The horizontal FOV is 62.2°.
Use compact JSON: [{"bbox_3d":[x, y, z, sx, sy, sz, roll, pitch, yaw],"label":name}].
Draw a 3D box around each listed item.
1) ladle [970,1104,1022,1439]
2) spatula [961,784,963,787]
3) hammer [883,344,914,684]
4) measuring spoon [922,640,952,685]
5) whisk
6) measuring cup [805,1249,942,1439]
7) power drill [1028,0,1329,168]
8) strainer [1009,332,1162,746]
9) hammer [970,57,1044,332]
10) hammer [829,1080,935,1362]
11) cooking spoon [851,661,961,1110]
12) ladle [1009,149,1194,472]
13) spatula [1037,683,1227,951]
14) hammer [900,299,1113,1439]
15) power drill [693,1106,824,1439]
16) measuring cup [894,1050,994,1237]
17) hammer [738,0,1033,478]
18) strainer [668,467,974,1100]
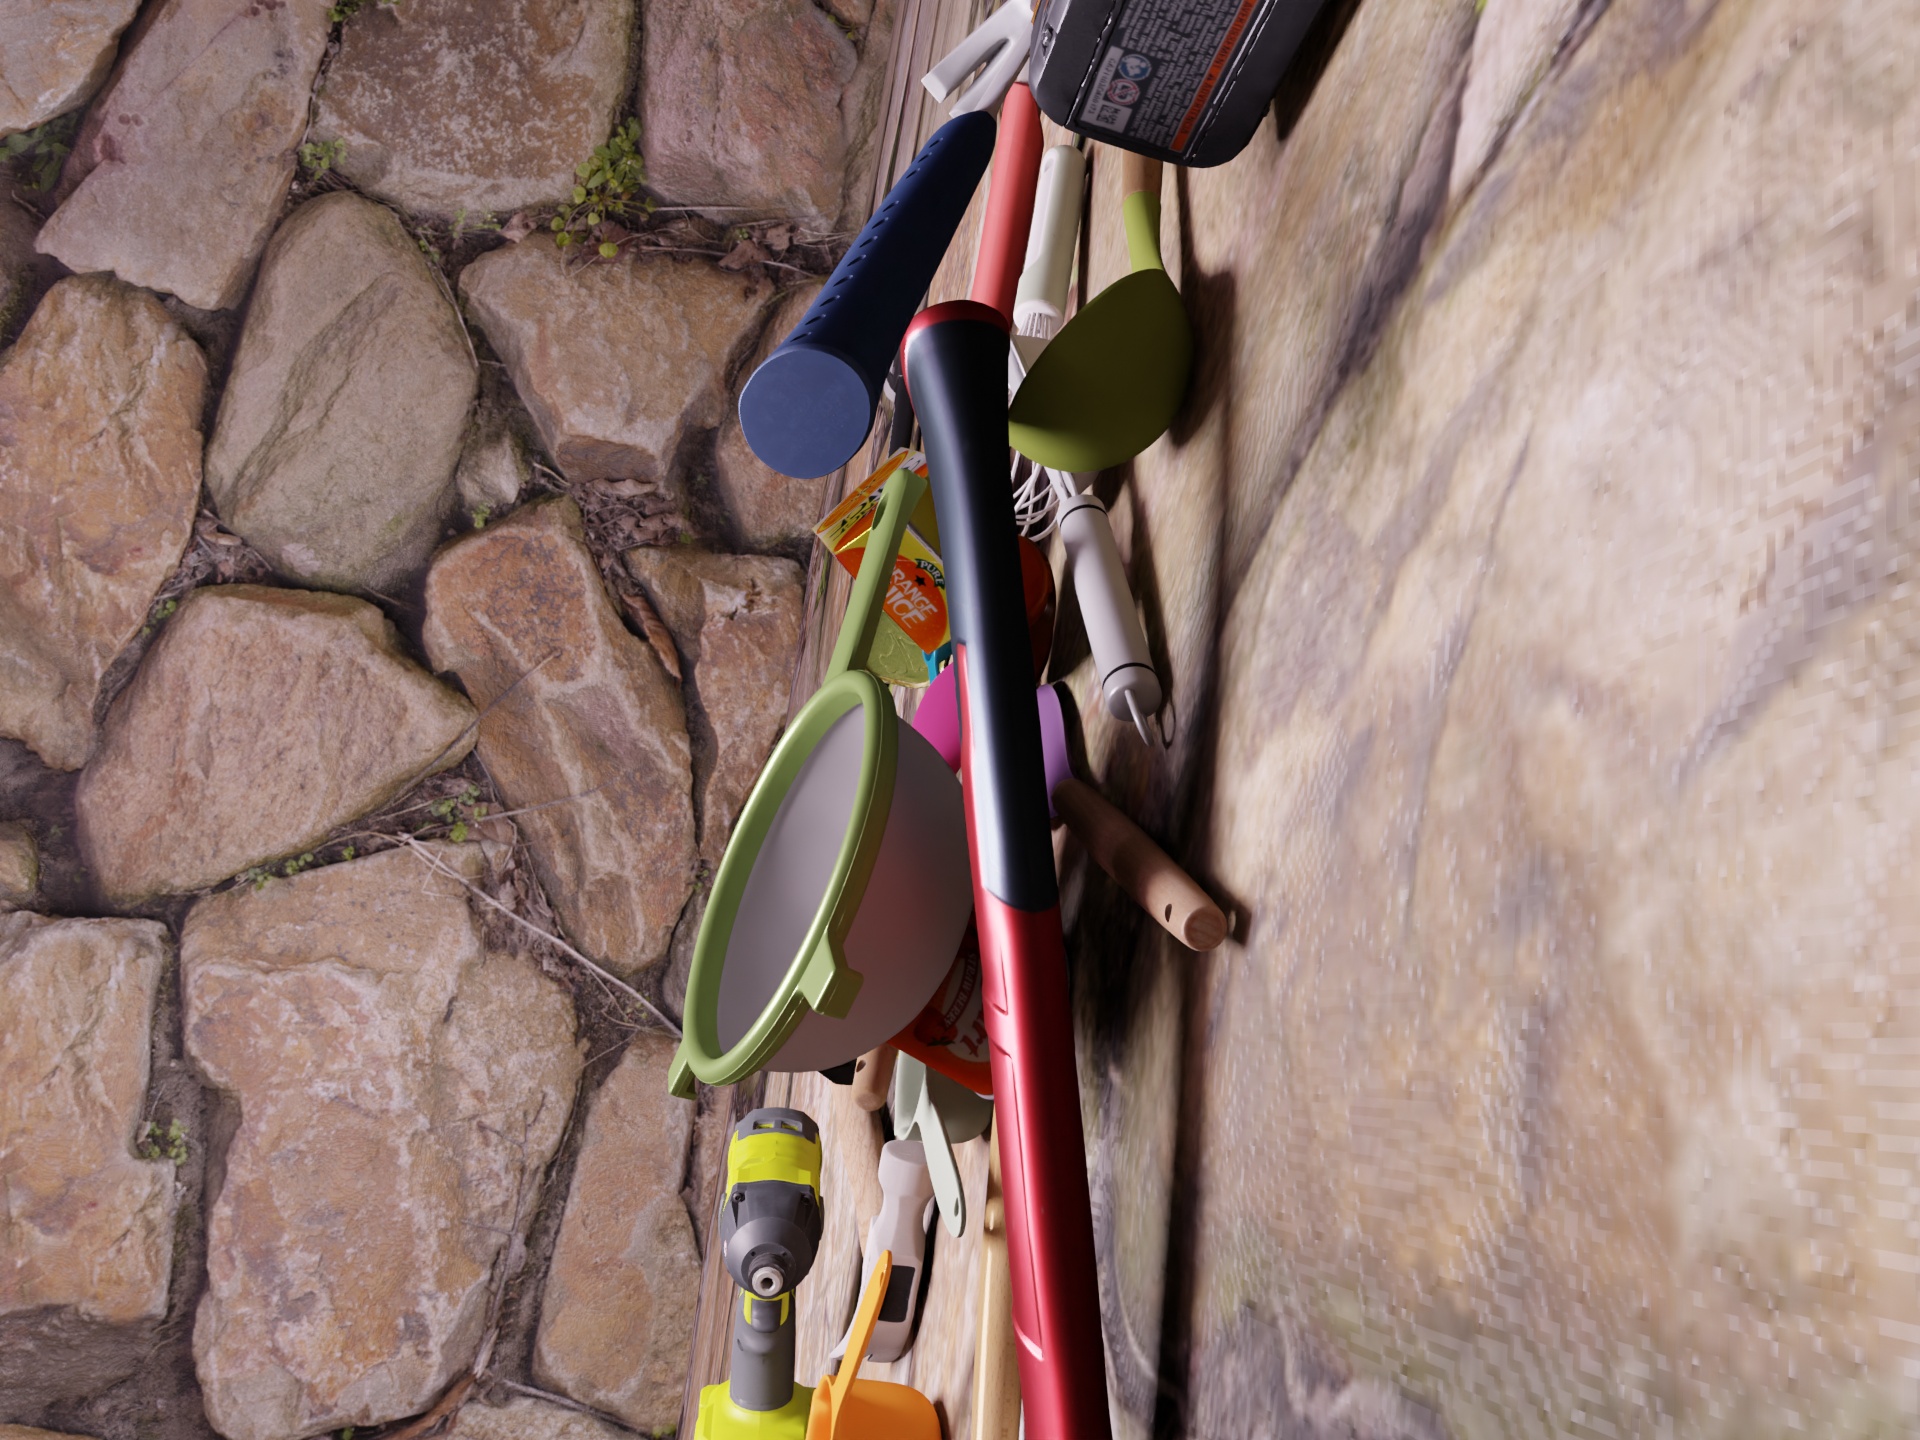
[{"bbox_3d":[0.010,0.248,0.542,0.069,0.031,0.316,112,166,-56],"label":"ladle"},{"bbox_3d":[-0.001,-0.002,0.762,0.323,0.041,0.081,-93,9,-61],"label":"spatula"},{"bbox_3d":[-0.059,-0.186,1.371,0.146,0.035,0.335,124,153,-70],"label":"hammer"},{"bbox_3d":[-0.006,-0.017,0.956,0.042,0.021,0.129,116,152,-57],"label":"measuring spoon"},{"bbox_3d":[0.036,-0.188,0.769,0.057,0.059,0.246,-42,33,56],"label":"whisk"},{"bbox_3d":[-0.028,0.289,0.657,0.095,0.052,0.173,-100,24,-65],"label":"measuring cup"},{"bbox_3d":[0.088,-0.312,0.486,0.185,0.084,0.226,121,161,-62],"label":"power drill"},{"bbox_3d":[0.048,-0.081,0.607,0.259,0.050,0.086,-99,-11,-46],"label":"strainer"},{"bbox_3d":[0.026,-0.286,0.844,0.149,0.037,0.358,-48,-27,-58],"label":"hammer"},{"bbox_3d":[-0.054,0.253,0.913,0.331,0.031,0.130,-142,62,-80],"label":"hammer"},{"bbox_3d":[-0.019,0.057,0.753,0.068,0.017,0.319,-37,24,28],"label":"cooking spoon"},{"bbox_3d":[0.061,-0.223,0.627,0.078,0.062,0.320,118,163,-53],"label":"ladle"},{"bbox_3d":[0.045,0.030,0.573,0.316,0.018,0.060,-128,49,-79],"label":"spatula"},{"bbox_3d":[0.019,0.044,0.451,0.143,0.038,0.387,124,143,-66],"label":"hammer"},{"bbox_3d":[-0.115,0.362,0.927,0.171,0.080,0.223,-118,31,-79],"label":"power drill"},{"bbox_3d":[0.003,0.158,0.646,0.168,0.038,0.083,-115,36,-71],"label":"measuring cup"},{"bbox_3d":[0.001,-0.205,0.564,0.144,0.035,0.406,-35,23,37],"label":"hammer"},{"bbox_3d":[-0.027,0.019,0.584,0.151,0.069,0.257,-39,31,53],"label":"strainer"}]
